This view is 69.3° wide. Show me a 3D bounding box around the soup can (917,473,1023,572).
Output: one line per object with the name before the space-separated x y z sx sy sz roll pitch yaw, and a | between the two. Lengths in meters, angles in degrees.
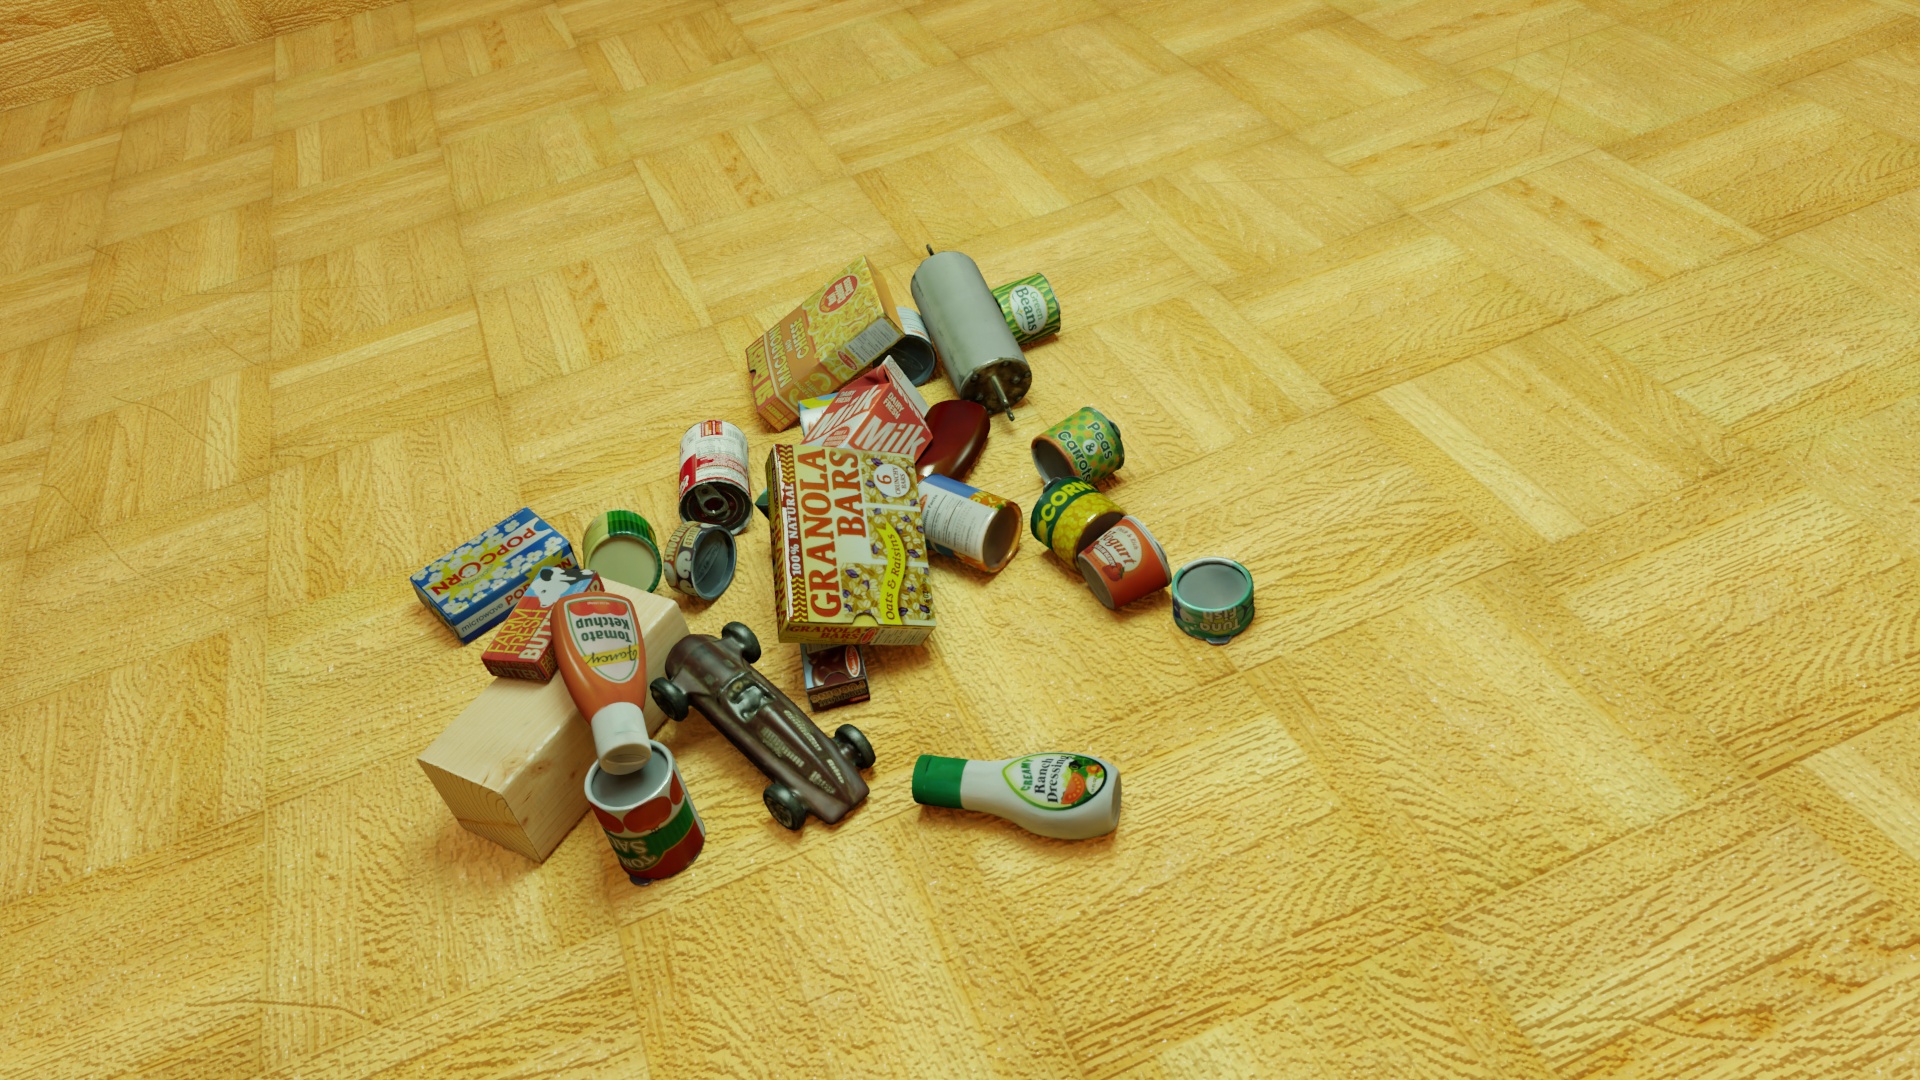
soup can | 0.004 -0.015 1.211 0.084 0.071 0.072 21 51 31

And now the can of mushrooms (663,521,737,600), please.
can of mushrooms | -0.230 0.016 1.223 0.033 0.070 0.071 10 45 26

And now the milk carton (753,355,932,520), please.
milk carton | -0.094 -0.079 1.261 0.073 0.072 0.191 1 48 47

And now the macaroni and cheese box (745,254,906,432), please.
macaroni and cheese box | -0.143 -0.203 1.422 0.166 0.040 0.124 -36 39 13

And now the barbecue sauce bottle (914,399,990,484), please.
barbecue sauce bottle | -0.023 -0.071 1.296 0.065 0.043 0.149 3 43 23

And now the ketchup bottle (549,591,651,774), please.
ketchup bottle | -0.258 0.103 1.016 0.065 0.043 0.149 2 41 -29

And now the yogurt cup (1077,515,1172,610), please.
yogurt cup | 0.133 0.021 1.142 0.054 0.072 0.072 -31 44 -9

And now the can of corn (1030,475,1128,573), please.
can of corn | 0.102 -0.014 1.182 0.071 0.070 0.058 -31 45 -21

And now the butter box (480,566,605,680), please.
butter box | -0.326 0.064 1.088 0.053 0.024 0.104 3 42 18

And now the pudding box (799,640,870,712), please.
pudding box | -0.104 0.097 1.133 0.050 0.030 0.084 -13 41 -4

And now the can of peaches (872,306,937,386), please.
can of peaches | -0.063 -0.197 1.432 0.071 0.071 0.058 -13 41 -2

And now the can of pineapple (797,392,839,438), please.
can of pineapple | -0.122 -0.109 1.345 0.058 0.070 0.071 -12 41 -2

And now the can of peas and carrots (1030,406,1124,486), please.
can of peas and carrots | 0.107 -0.079 1.256 0.059 0.070 0.071 -32 45 -21

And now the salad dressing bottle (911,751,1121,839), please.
salad dressing bottle | 0.040 0.179 0.998 0.147 0.043 0.064 3 41 16

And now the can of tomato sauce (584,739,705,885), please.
can of tomato sauce | -0.230 0.197 1.009 0.071 0.082 0.071 -6 41 6

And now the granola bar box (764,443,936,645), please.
granola bar box | -0.092 0.003 1.140 0.124 0.039 0.166 3 60 -22

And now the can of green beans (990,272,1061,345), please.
can of green beans | 0.065 -0.239 1.448 0.058 0.071 0.071 -21 42 -10

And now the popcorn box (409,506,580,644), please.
popcorn box | -0.427 0.031 1.275 0.127 0.038 0.085 -36 46 -26

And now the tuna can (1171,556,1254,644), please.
tuna can | 0.203 0.047 1.118 0.071 0.032 0.071 -6 41 6

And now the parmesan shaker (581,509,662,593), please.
parmesan shaker | -0.297 0.017 1.215 0.071 0.071 0.103 -21 16 -11
